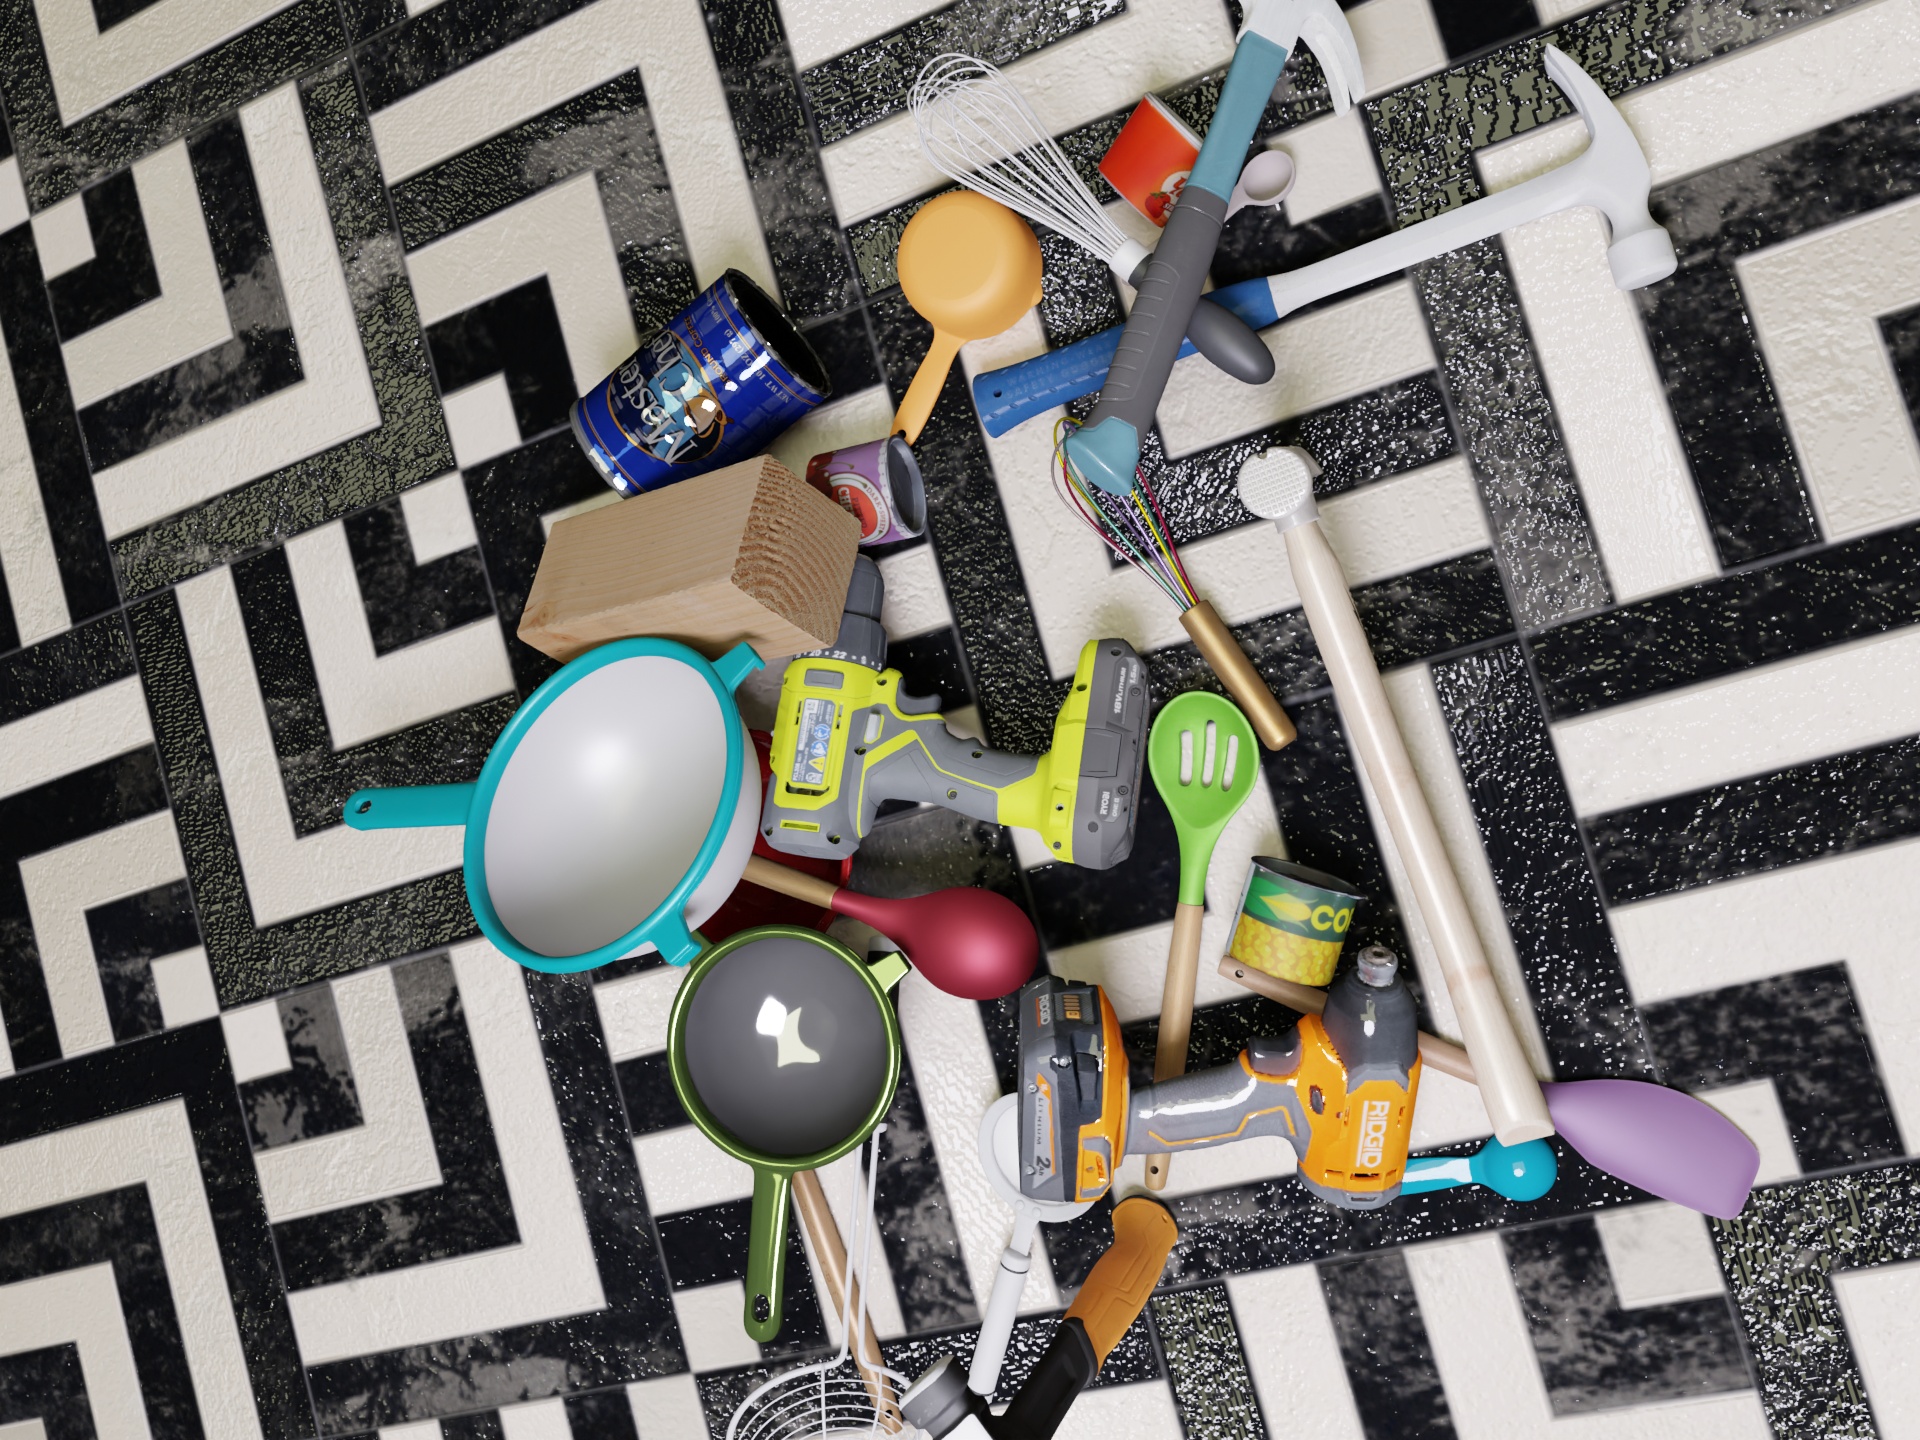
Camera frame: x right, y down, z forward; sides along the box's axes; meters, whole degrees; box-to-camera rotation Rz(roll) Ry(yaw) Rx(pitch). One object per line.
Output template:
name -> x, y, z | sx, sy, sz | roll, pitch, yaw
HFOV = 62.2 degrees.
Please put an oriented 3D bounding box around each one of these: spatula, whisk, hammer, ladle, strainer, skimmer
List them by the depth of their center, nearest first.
hammer -> 0.073, 0.331, 0.843 | 0.034, 0.337, 0.127 | -45, 79, 15
hammer -> 0.133, -0.284, 0.901 | 0.128, 0.033, 0.331 | 23, 81, -9
hammer -> 0.251, 0.040, 0.903 | 0.038, 0.146, 0.410 | -20, 91, 19
spatula -> 0.301, 0.202, 0.932 | 0.316, 0.018, 0.060 | 21, 93, 16
whisk -> 0.077, -0.294, 0.948 | 0.285, 0.070, 0.070 | 43, 103, 8
hammer -> 0.196, -0.263, 0.953 | 0.405, 0.035, 0.144 | -17, 86, 18
whisk -> 0.130, -0.086, 0.980 | 0.047, 0.051, 0.245 | -38, 82, 37
strainer -> -0.106, 0.252, 0.997 | 0.151, 0.069, 0.256 | 5, 91, 14
ladle -> -0.100, 0.103, 1.006 | 0.315, 0.031, 0.069 | 17, 94, 19
strainer -> -0.250, 0.065, 1.010 | 0.340, 0.095, 0.211 | -4, 66, 32
strainer -> 0.037, 0.335, 1.014 | 0.087, 0.050, 0.258 | 19, 103, 24
skimmer -> -0.074, 0.325, 1.035 | 0.127, 0.090, 0.363 | 9, 76, -17
spatula -> -0.100, 0.324, 1.057 | 0.082, 0.044, 0.317 | -21, 85, -8

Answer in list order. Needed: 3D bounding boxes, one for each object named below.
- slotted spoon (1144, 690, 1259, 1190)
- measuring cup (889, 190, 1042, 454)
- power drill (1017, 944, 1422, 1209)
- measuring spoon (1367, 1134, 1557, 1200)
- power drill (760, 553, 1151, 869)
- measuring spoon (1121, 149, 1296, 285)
slotted spoon -> 0.137, 0.137, 0.983 | 0.070, 0.031, 0.314 | 8, 95, 24
measuring cup -> -0.014, -0.253, 1.015 | 0.095, 0.052, 0.173 | 27, 97, 17
power drill -> 0.147, 0.198, 0.902 | 0.226, 0.084, 0.164 | 0, 117, 0
measuring spoon -> 0.284, 0.269, 0.936 | 0.128, 0.021, 0.042 | -12, 87, 18
power drill -> -0.002, -0.003, 0.978 | 0.228, 0.080, 0.191 | 6, 76, 11
measuring spoon -> 0.153, -0.304, 0.980 | 0.124, 0.018, 0.034 | -31, 63, 23
